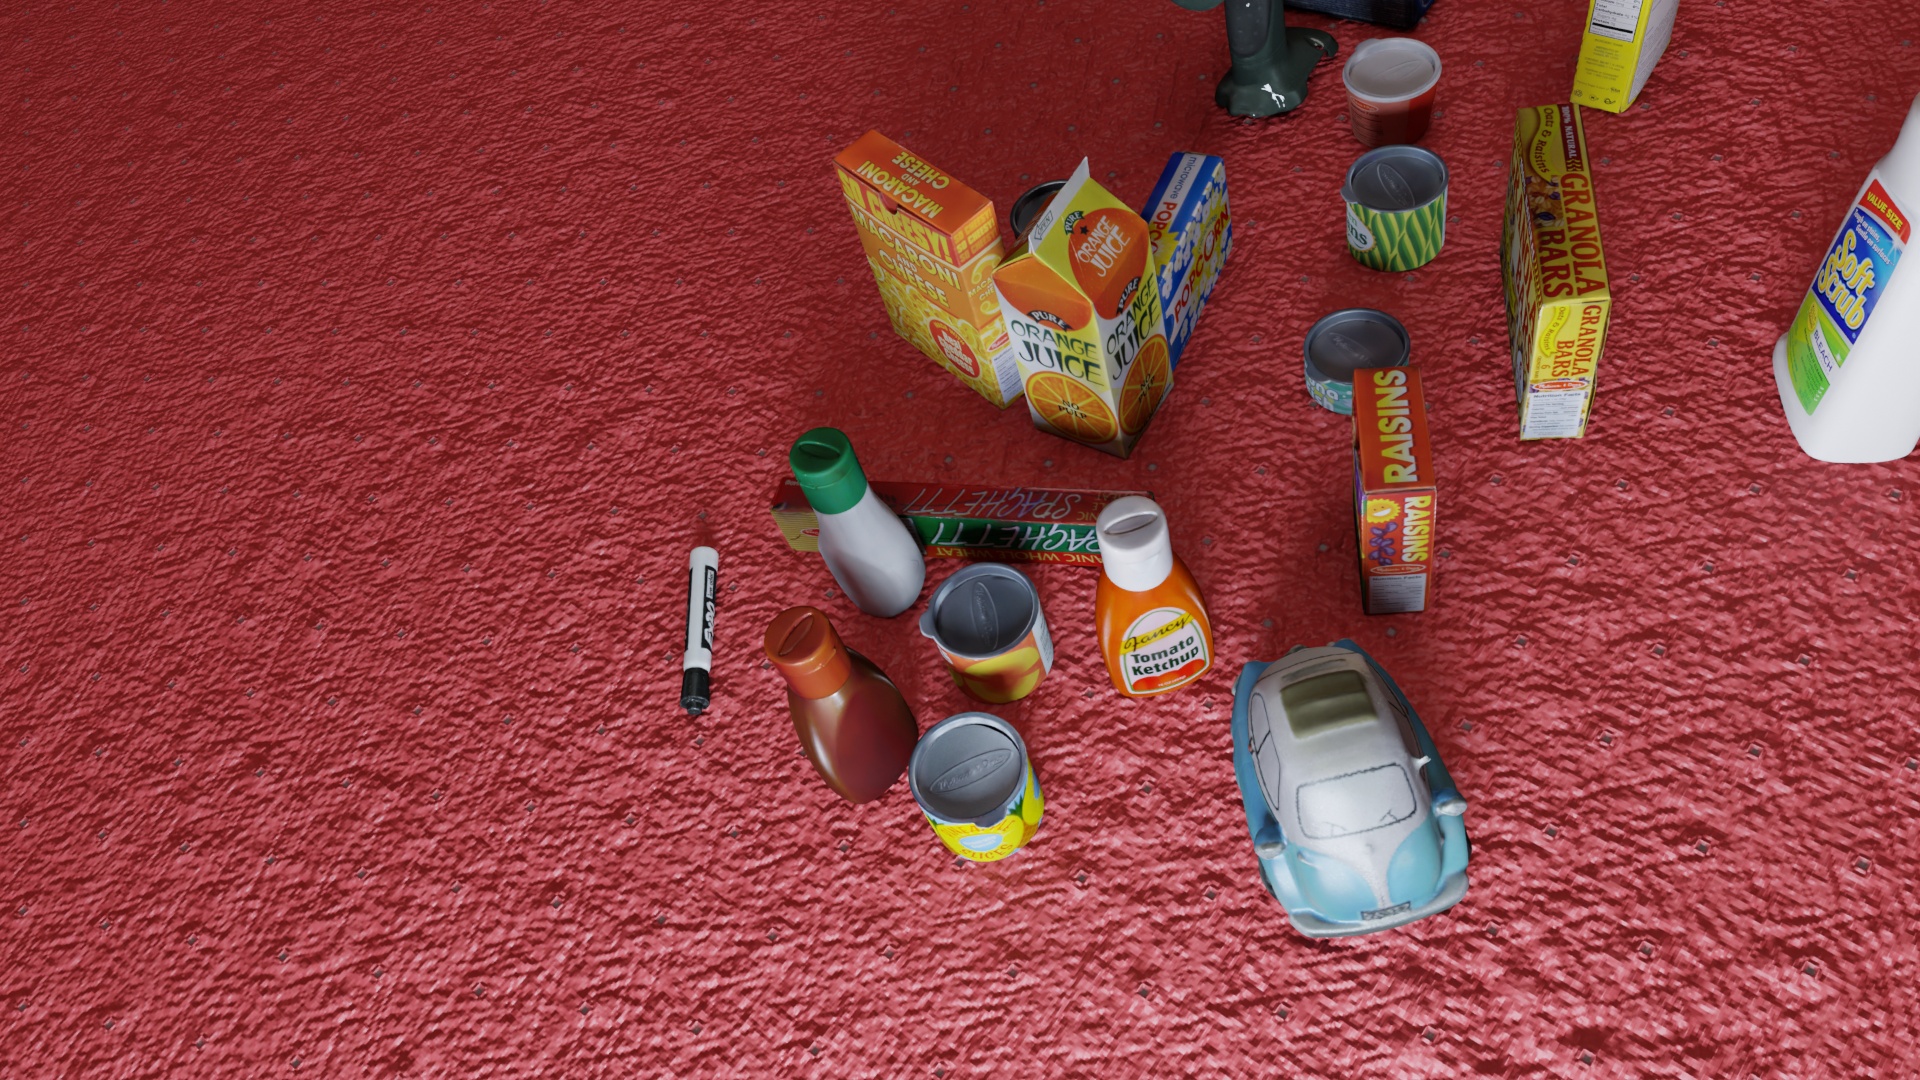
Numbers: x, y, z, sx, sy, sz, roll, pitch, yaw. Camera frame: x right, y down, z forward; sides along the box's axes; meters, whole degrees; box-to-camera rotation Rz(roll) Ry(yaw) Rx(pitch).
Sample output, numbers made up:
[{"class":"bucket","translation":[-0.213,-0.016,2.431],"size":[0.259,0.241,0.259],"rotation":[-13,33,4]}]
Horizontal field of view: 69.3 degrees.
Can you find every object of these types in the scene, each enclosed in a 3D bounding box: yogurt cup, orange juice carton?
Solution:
[{"class":"yogurt cup","translation":[0.315,-0.324,1.015],"size":[0.072,0.053,0.073],"rotation":[-7,54,10]},{"class":"orange juice carton","translation":[0.077,-0.144,0.866],"size":[0.073,0.191,0.072],"rotation":[22,64,28]}]

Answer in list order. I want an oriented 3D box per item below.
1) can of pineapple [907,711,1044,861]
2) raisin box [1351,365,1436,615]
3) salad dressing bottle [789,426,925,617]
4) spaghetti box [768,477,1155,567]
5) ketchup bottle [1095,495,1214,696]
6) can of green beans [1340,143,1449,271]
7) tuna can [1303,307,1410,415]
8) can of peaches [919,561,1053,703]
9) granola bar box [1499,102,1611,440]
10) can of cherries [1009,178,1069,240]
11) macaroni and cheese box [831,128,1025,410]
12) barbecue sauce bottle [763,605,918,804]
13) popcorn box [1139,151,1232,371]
[{"class":"can of pineapple","translation":[0.010,0.139,0.769],"size":[0.071,0.057,0.071],"rotation":[-7,54,10]},{"class":"raisin box","translation":[0.241,-0.026,0.781],"size":[0.040,0.123,0.086],"rotation":[-3,55,14]},{"class":"salad dressing bottle","translation":[-0.063,-0.009,0.837],"size":[0.064,0.147,0.044],"rotation":[17,62,25]},{"class":"spaghetti box","translation":[0.003,-0.011,0.881],"size":[0.250,0.050,0.029],"rotation":[3,57,17]},{"class":"ketchup bottle","translation":[0.102,0.032,0.762],"size":[0.065,0.148,0.044],"rotation":[-19,53,2]},{"class":"can of green beans","translation":[0.297,-0.226,0.948],"size":[0.071,0.057,0.071],"rotation":[-7,54,10]},{"class":"tuna can","translation":[0.253,-0.114,0.896],"size":[0.071,0.032,0.071],"rotation":[-7,54,10]},{"class":"can of peaches","translation":[0.017,0.056,0.825],"size":[0.071,0.057,0.071],"rotation":[-7,54,10]},{"class":"granola bar box","translation":[0.359,-0.163,0.844],"size":[0.039,0.123,0.166],"rotation":[-1,55,15]},{"class":"can of cherries","translation":[0.075,-0.215,1.001],"size":[0.071,0.058,0.072],"rotation":[-7,54,10]},{"class":"macaroni and cheese box","translation":[-0.014,-0.179,0.932],"size":[0.040,0.165,0.124],"rotation":[-41,55,-14]},{"class":"barbecue sauce bottle","translation":[-0.067,0.089,0.768],"size":[0.044,0.148,0.065],"rotation":[25,66,29]},{"class":"popcorn box","translation":[0.146,-0.191,0.948],"size":[0.038,0.085,0.127],"rotation":[15,61,24]}]
